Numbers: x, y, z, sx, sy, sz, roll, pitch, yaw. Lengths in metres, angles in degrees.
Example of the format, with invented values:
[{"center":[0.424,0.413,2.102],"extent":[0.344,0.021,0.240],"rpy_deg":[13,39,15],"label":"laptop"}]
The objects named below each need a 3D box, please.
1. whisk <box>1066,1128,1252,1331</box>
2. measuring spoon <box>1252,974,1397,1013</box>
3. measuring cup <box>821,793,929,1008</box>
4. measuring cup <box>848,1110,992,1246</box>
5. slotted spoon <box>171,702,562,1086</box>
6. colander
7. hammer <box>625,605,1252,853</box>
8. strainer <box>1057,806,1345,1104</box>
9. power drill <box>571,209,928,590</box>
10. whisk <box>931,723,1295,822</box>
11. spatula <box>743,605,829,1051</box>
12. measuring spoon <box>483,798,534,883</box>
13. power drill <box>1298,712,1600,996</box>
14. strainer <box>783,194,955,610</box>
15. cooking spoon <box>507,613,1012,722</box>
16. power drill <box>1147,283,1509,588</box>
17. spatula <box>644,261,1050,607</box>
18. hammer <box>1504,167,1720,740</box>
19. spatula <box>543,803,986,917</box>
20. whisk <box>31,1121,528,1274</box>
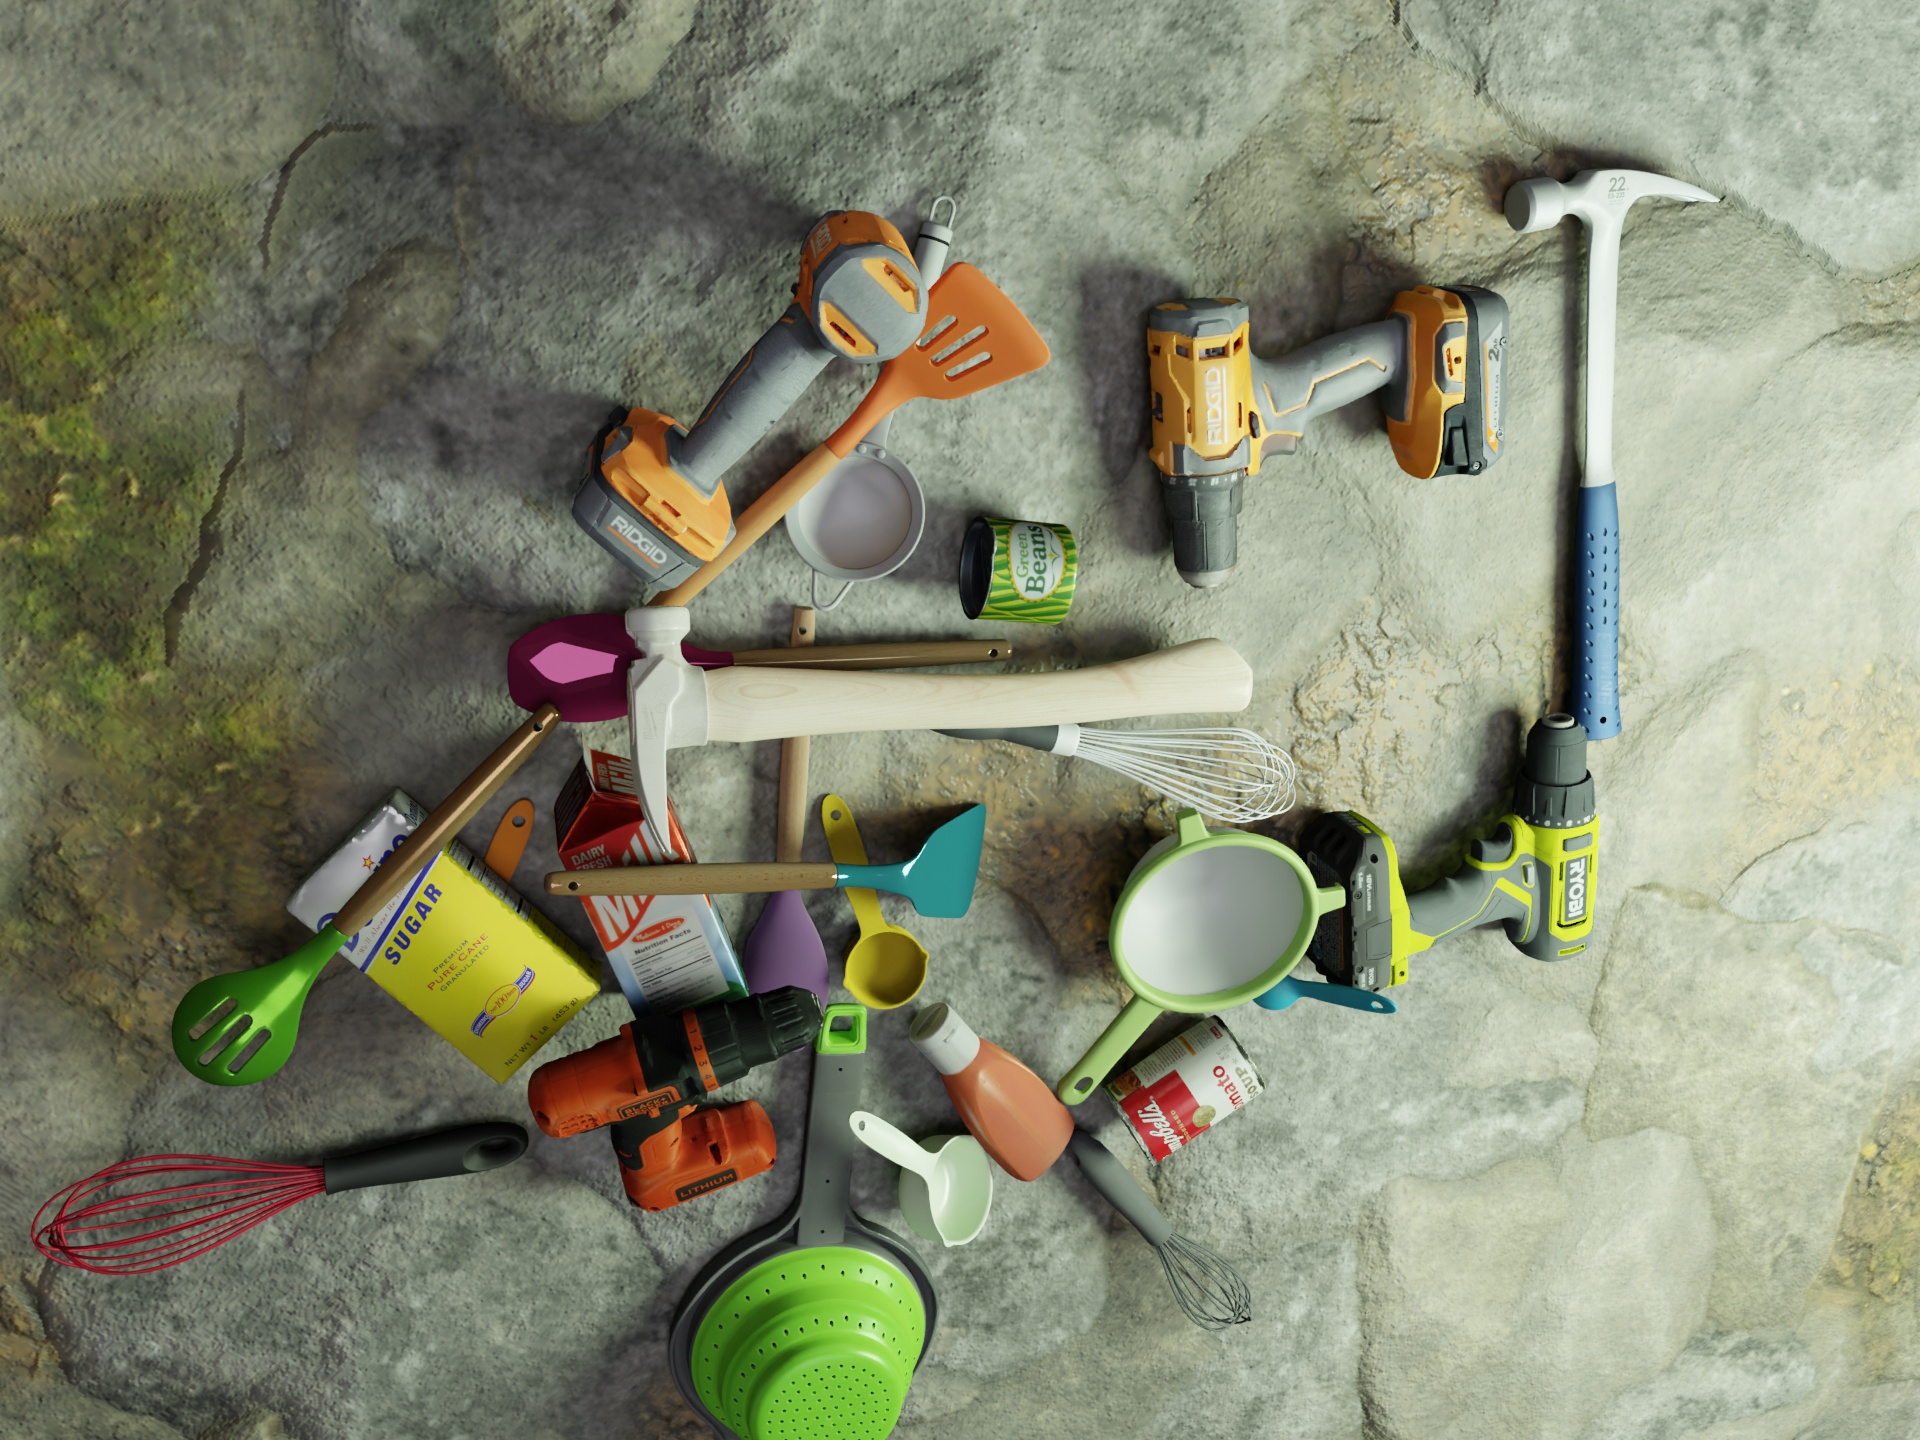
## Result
[{"center":[0.153,0.396,1.235],"extent":[0.055,0.055,0.238],"rpy_deg":[-39,110,0],"label":"whisk"},{"center":[0.257,0.203,1.152],"extent":[0.021,0.129,0.042],"rpy_deg":[-45,119,-31],"label":"measuring spoon"},{"center":[-0.067,0.121,1.087],"extent":[0.062,0.029,0.156],"rpy_deg":[-19,101,-9],"label":"measuring cup"},{"center":[-0.038,0.313,1.123],"extent":[0.167,0.038,0.083],"rpy_deg":[44,50,-38],"label":"measuring cup"},{"center":[-0.350,0.103,0.941],"extent":[0.314,0.031,0.070],"rpy_deg":[-45,101,1],"label":"slotted spoon"},{"center":[-0.095,0.395,1.131],"extent":[0.204,0.095,0.397],"rpy_deg":[2,108,-17],"label":"colander"},{"center":[-0.002,-0.003,1.004],"extent":[0.410,0.038,0.146],"rpy_deg":[-3,91,-20],"label":"hammer"},{"center":[0.143,0.169,1.145],"extent":[0.151,0.069,0.256],"rpy_deg":[27,112,-23],"label":"strainer"},{"center":[-0.114,-0.194,0.899],"extent":[0.226,0.164,0.084],"rpy_deg":[-42,115,15],"label":"power drill"},{"center":[0.100,0.019,1.079],"extent":[0.284,0.070,0.070],"rpy_deg":[12,105,-15],"label":"whisk"},{"center":[-0.111,0.079,1.055],"extent":[0.060,0.018,0.315],"rpy_deg":[4,107,-2],"label":"spatula"},{"center":[-0.297,0.103,1.013],"extent":[0.021,0.011,0.117],"rpy_deg":[21,102,-22],"label":"measuring spoon"},{"center":[0.370,0.103,1.177],"extent":[0.228,0.080,0.190],"rpy_deg":[-13,112,-15],"label":"power drill"},{"center":[-0.045,-0.192,0.970],"extent":[0.087,0.050,0.258],"rpy_deg":[18,98,1],"label":"strainer"},{"center":[-0.118,-0.037,0.993],"extent":[0.318,0.017,0.068],"rpy_deg":[-4,109,-19],"label":"cooking spoon"},{"center":[0.233,-0.187,1.033],"extent":[0.226,0.084,0.185],"rpy_deg":[-9,111,-9],"label":"power drill"},{"center":[-0.092,-0.141,0.940],"extent":[0.322,0.041,0.081],"rpy_deg":[-40,121,14],"label":"spatula"},{"center":[0.456,-0.179,1.124],"extent":[0.144,0.035,0.405],"rpy_deg":[-12,112,-12],"label":"hammer"},{"center":[-0.109,0.097,1.005],"extent":[0.317,0.044,0.082],"rpy_deg":[2,104,-32],"label":"spatula"},{"center":[-0.429,0.298,1.023],"extent":[0.295,0.073,0.073],"rpy_deg":[-7,111,-21],"label":"whisk"}]
